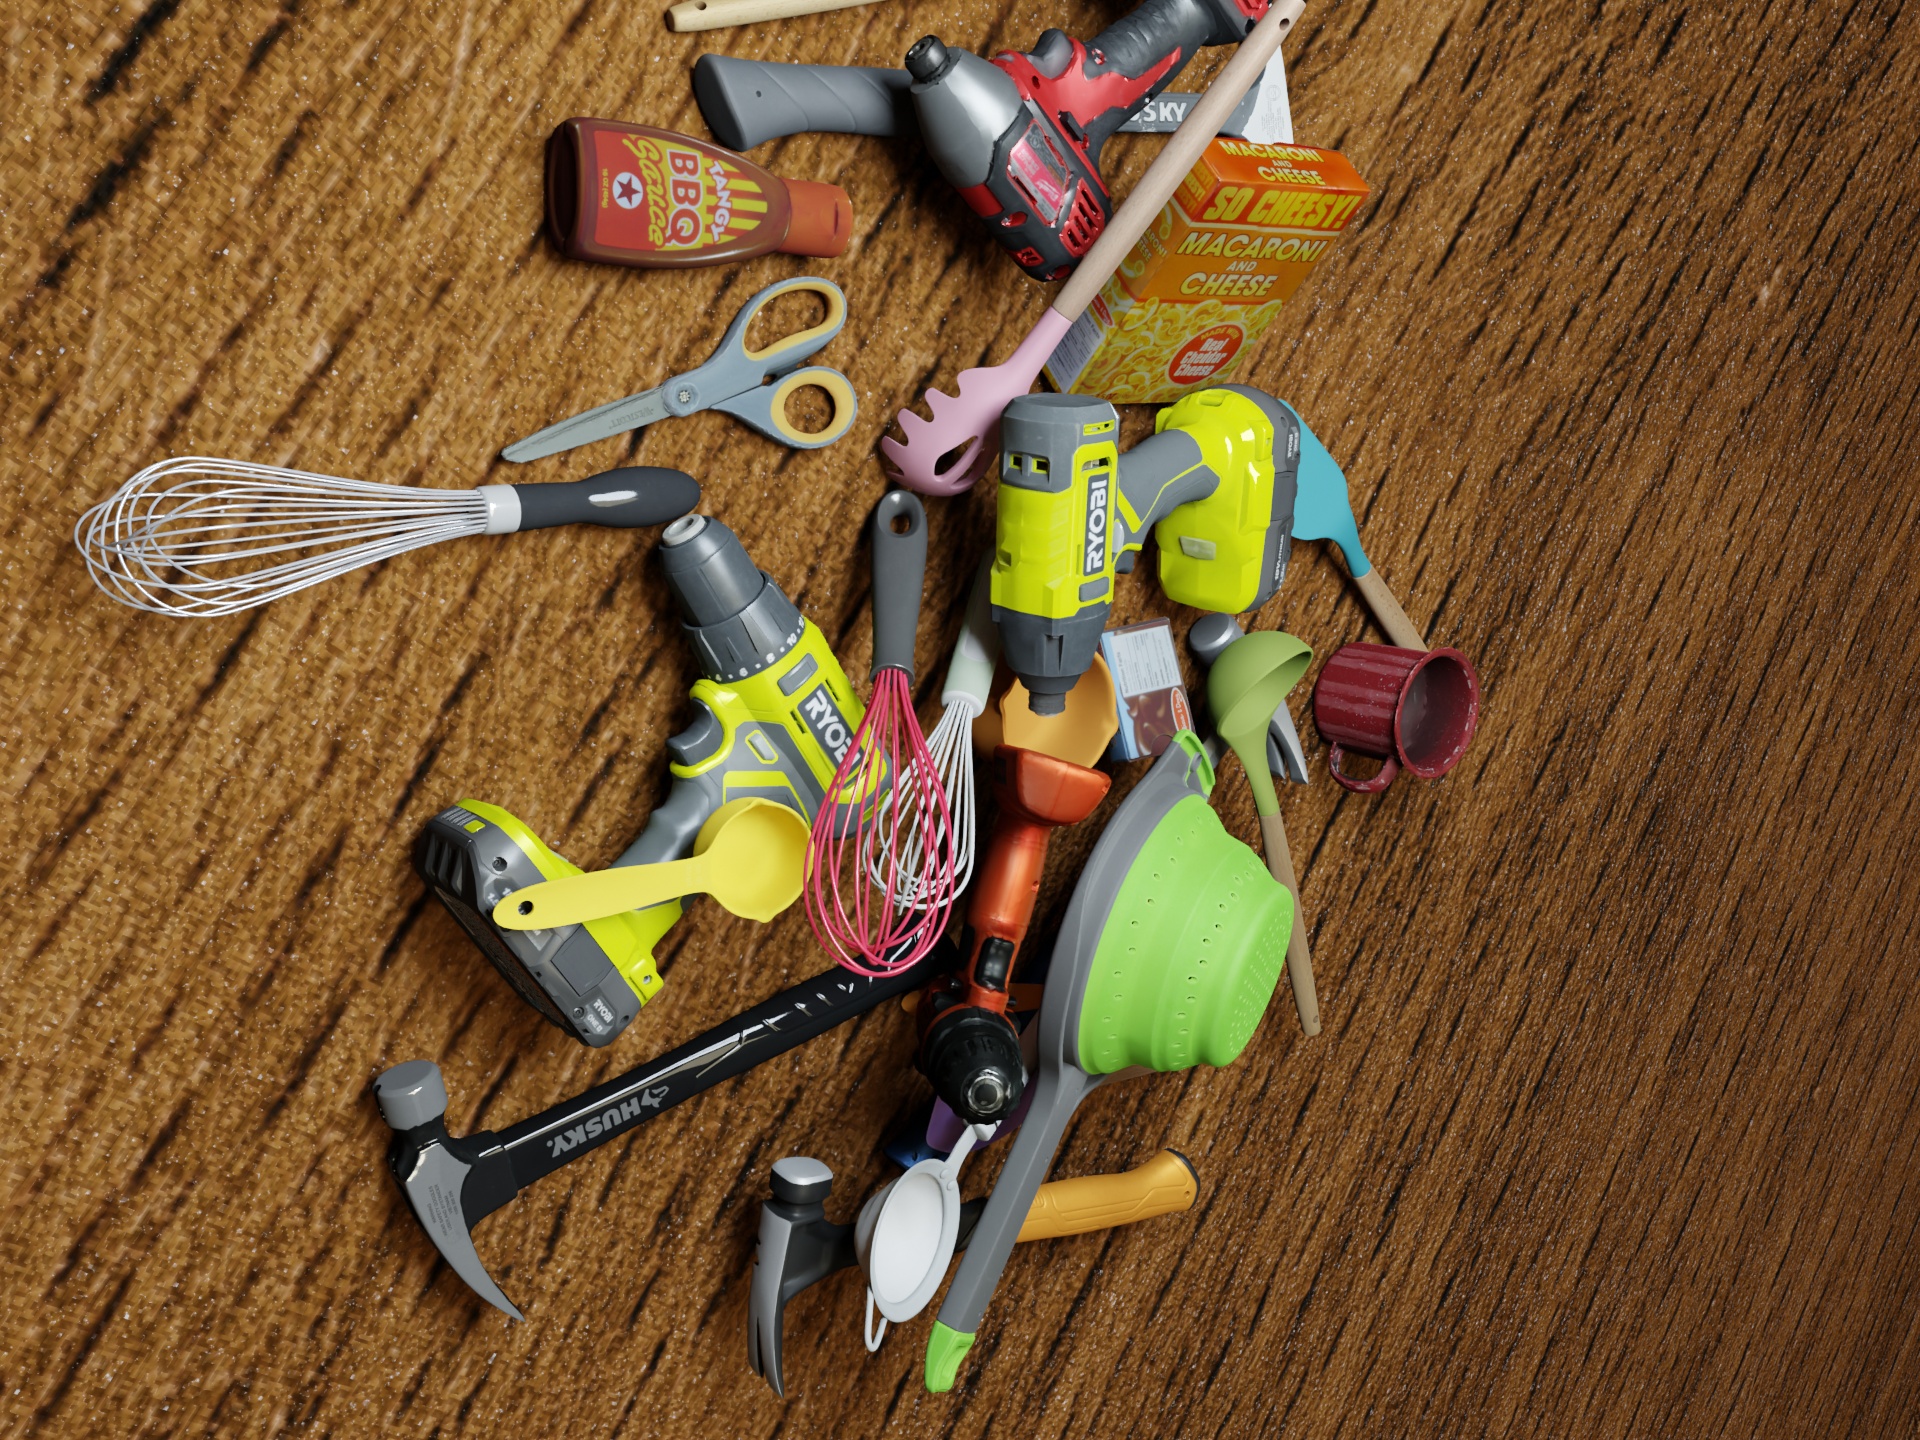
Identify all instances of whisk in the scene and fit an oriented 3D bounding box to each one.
[{"bbox_3d":[-0.239,-0.092,0.713,0.284,0.070,0.070,-13,108,-41],"label":"whisk"},{"bbox_3d":[-0.036,-0.006,0.802,0.073,0.073,0.296,35,43,-37],"label":"whisk"},{"bbox_3d":[-0.001,-0.003,0.869,0.058,0.059,0.246,16,57,-1],"label":"whisk"}]

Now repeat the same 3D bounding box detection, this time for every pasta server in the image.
[{"bbox_3d":[0.066,-0.236,0.823,0.060,0.040,0.316,21,118,-39],"label":"pasta server"}]

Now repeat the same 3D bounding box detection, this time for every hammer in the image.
[{"bbox_3d":[0.091,0.125,1.024,0.405,0.035,0.143,-52,125,-17],"label":"hammer"},{"bbox_3d":[0.040,-0.345,0.882,0.409,0.036,0.149,-13,107,-35],"label":"hammer"},{"bbox_3d":[-0.137,0.190,0.863,0.334,0.035,0.146,-22,112,-33],"label":"hammer"},{"bbox_3d":[0.022,0.312,0.968,0.336,0.034,0.127,4,98,-39],"label":"hammer"}]

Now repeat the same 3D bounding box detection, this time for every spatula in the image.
[{"bbox_3d":[0.088,0.229,1.025,0.315,0.018,0.059,0,110,-48],"label":"spatula"},{"bbox_3d":[0.288,-0.096,1.139,0.317,0.044,0.082,45,72,-40],"label":"spatula"}]

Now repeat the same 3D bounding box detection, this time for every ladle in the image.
[{"bbox_3d":[0.218,0.086,1.055,0.078,0.062,0.320,-30,119,-26],"label":"ladle"},{"bbox_3d":[-0.012,-0.393,0.832,0.315,0.031,0.069,-25,81,-28],"label":"ladle"}]

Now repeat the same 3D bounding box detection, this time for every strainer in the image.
[{"bbox_3d":[0.005,0.234,0.896,0.258,0.050,0.086,-50,136,-32],"label":"strainer"}]

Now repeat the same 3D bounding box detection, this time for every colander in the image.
[{"bbox_3d":[0.097,0.206,0.906,0.397,0.094,0.204,-65,155,-11],"label":"colander"}]

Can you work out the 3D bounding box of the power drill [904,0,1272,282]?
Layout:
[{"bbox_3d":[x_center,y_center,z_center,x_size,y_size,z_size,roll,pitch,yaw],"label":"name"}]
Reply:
[{"bbox_3d":[0.067,-0.356,0.827,0.143,0.079,0.220,40,82,-38],"label":"power drill"}]

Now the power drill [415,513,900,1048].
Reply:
[{"bbox_3d":[-0.149,0.028,0.792,0.228,0.080,0.190,-45,124,-25],"label":"power drill"}]

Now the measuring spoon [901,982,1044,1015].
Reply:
[{"bbox_3d":[0.022,0.169,0.963,0.117,0.011,0.021,-2,67,-5],"label":"measuring spoon"}]

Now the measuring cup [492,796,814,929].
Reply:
[{"bbox_3d":[-0.144,0.072,0.743,0.156,0.029,0.062,-10,104,-30],"label":"measuring cup"}]

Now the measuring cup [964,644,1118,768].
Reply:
[{"bbox_3d":[0.034,0.033,0.950,0.095,0.052,0.173,11,95,-39],"label":"measuring cup"}]

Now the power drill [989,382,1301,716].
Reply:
[{"bbox_3d":[0.102,-0.105,0.906,0.223,0.080,0.171,-21,120,-46],"label":"power drill"}]
